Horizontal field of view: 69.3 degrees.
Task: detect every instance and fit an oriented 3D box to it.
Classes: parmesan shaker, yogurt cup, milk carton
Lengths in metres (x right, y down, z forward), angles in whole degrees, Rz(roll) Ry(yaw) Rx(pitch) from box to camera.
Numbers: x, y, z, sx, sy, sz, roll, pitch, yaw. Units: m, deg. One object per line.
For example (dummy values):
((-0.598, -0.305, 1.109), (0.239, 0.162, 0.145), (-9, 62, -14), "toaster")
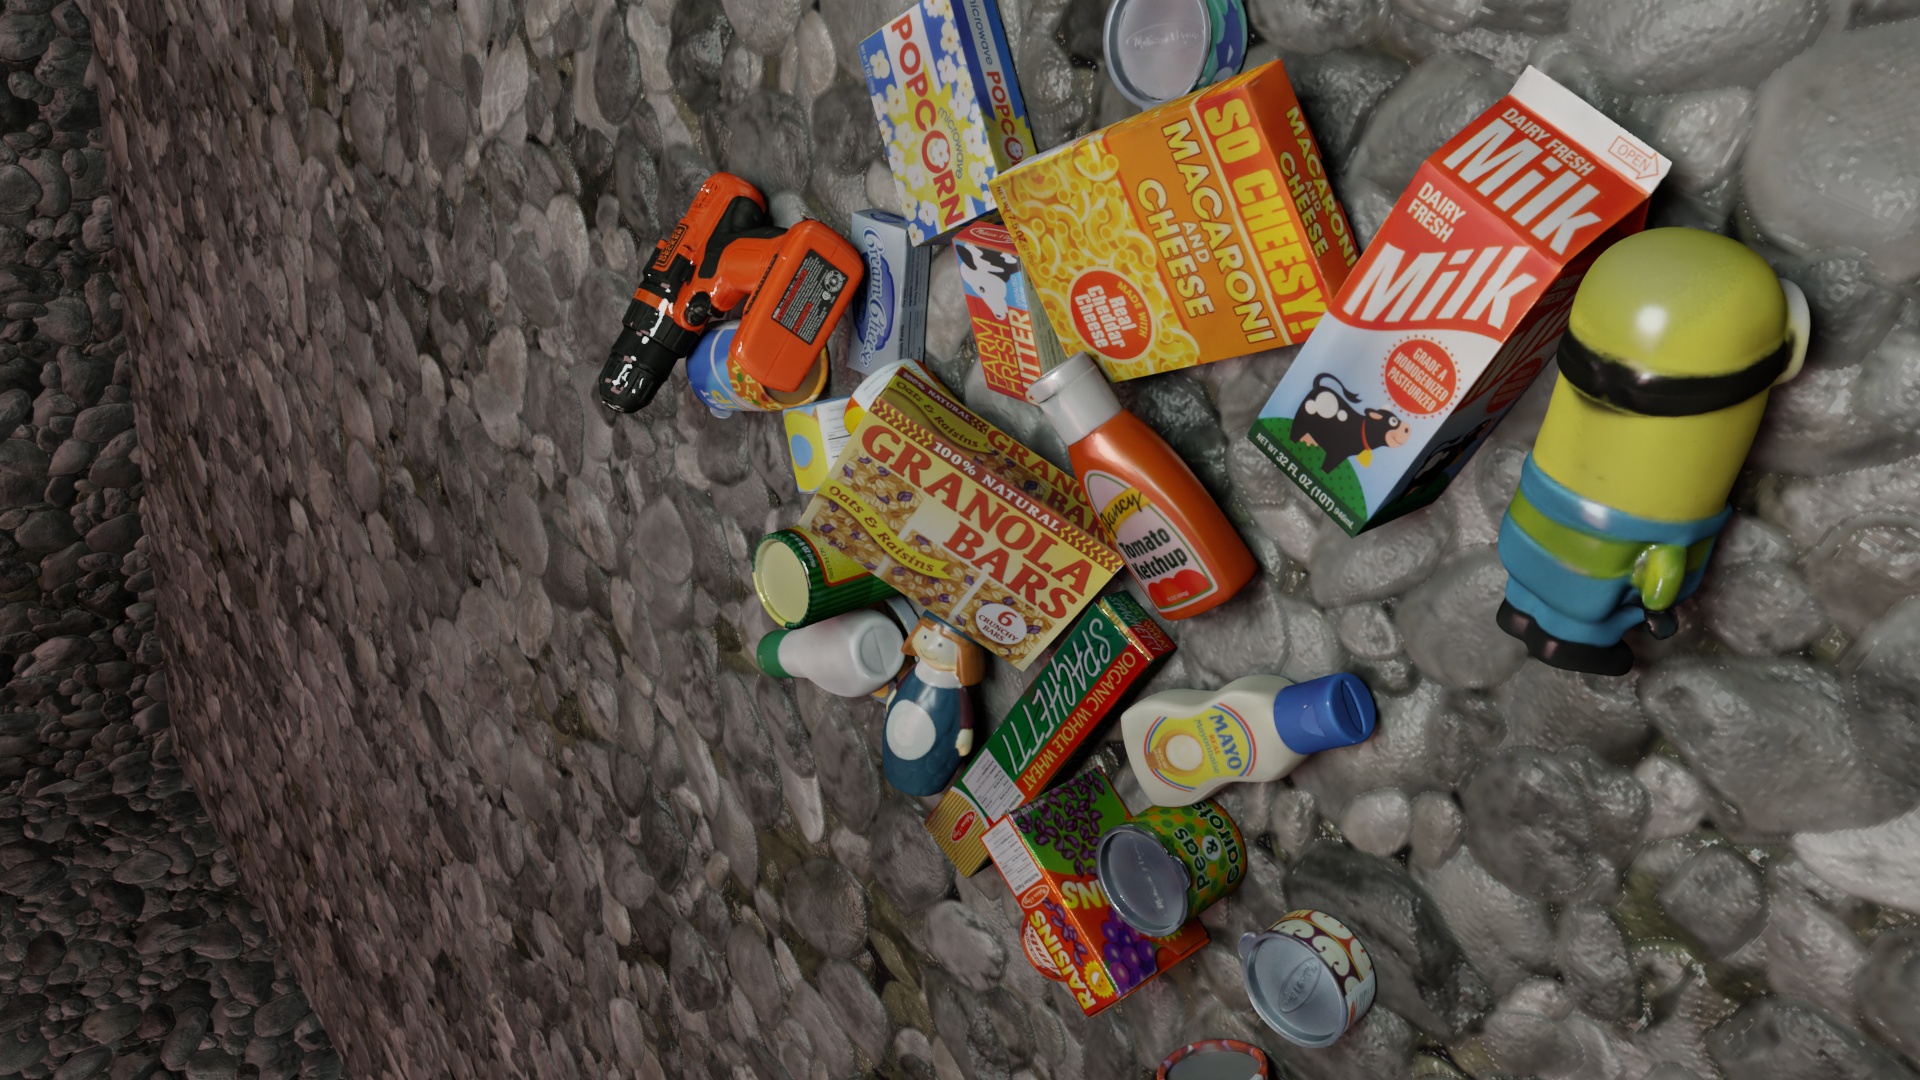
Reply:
((-0.076, 0.017, 0.923), (0.071, 0.103, 0.071), (20, 118, 43), "parmesan shaker")
((0.073, 0.243, 0.871), (0.072, 0.073, 0.053), (57, 146, 17), "yogurt cup")
((0.208, -0.096, 0.583), (0.072, 0.074, 0.189), (48, 134, 25), "milk carton")

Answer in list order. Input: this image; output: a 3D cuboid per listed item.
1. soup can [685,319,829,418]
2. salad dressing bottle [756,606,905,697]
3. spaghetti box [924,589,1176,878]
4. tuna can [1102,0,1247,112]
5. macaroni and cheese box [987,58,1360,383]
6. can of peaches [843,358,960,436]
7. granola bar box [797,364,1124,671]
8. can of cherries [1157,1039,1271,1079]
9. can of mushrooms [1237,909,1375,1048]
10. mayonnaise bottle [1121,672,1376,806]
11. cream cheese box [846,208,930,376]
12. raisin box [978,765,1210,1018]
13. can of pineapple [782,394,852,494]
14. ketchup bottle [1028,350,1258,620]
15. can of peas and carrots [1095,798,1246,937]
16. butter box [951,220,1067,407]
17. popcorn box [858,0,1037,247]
((-0.143, -0.120, 0.975), (0.084, 0.071, 0.071), (7, 109, 47), "soup can")
((-0.097, 0.080, 0.993), (0.147, 0.044, 0.064), (-8, 100, 54), "salad dressing bottle")
((0.050, 0.126, 0.866), (0.050, 0.029, 0.248), (50, 132, 20), "spaghetti box")
((0.105, -0.242, 0.678), (0.071, 0.033, 0.070), (20, 118, 43), "tuna can")
((0.105, -0.149, 0.683), (0.166, 0.040, 0.123), (-6, 117, 49), "macaroni and cheese box")
((-0.031, -0.070, 0.870), (0.058, 0.071, 0.071), (48, 135, 25), "can of peaches")
((0.003, -0.010, 0.815), (0.165, 0.039, 0.123), (34, 134, -4), "granola bar box")
((0.151, 0.334, 0.813), (0.071, 0.072, 0.058), (-6, 100, 49), "can of cherries")
((0.189, 0.237, 0.760), (0.071, 0.033, 0.070), (21, 120, 43), "can of mushrooms")
((0.152, 0.103, 0.745), (0.147, 0.041, 0.065), (-26, 82, 50), "mayonnaise bottle")
((-0.046, -0.155, 0.888), (0.053, 0.024, 0.103), (26, 122, 39), "cream cheese box")
((0.080, 0.207, 0.830), (0.123, 0.086, 0.040), (57, 135, 17), "raisin box")
((-0.082, -0.065, 0.929), (0.071, 0.071, 0.057), (-1, 103, 49), "can of pineapple")
((0.092, -0.030, 0.732), (0.148, 0.044, 0.064), (55, 144, -5), "ketchup bottle")
((0.122, 0.183, 0.795), (0.071, 0.059, 0.070), (19, 117, 42), "can of peas and carrots")
((0.031, -0.126, 0.786), (0.053, 0.024, 0.103), (24, 142, 41), "butter box")
((-0.005, -0.242, 0.798), (0.085, 0.038, 0.126), (-12, 95, 48), "popcorn box")
